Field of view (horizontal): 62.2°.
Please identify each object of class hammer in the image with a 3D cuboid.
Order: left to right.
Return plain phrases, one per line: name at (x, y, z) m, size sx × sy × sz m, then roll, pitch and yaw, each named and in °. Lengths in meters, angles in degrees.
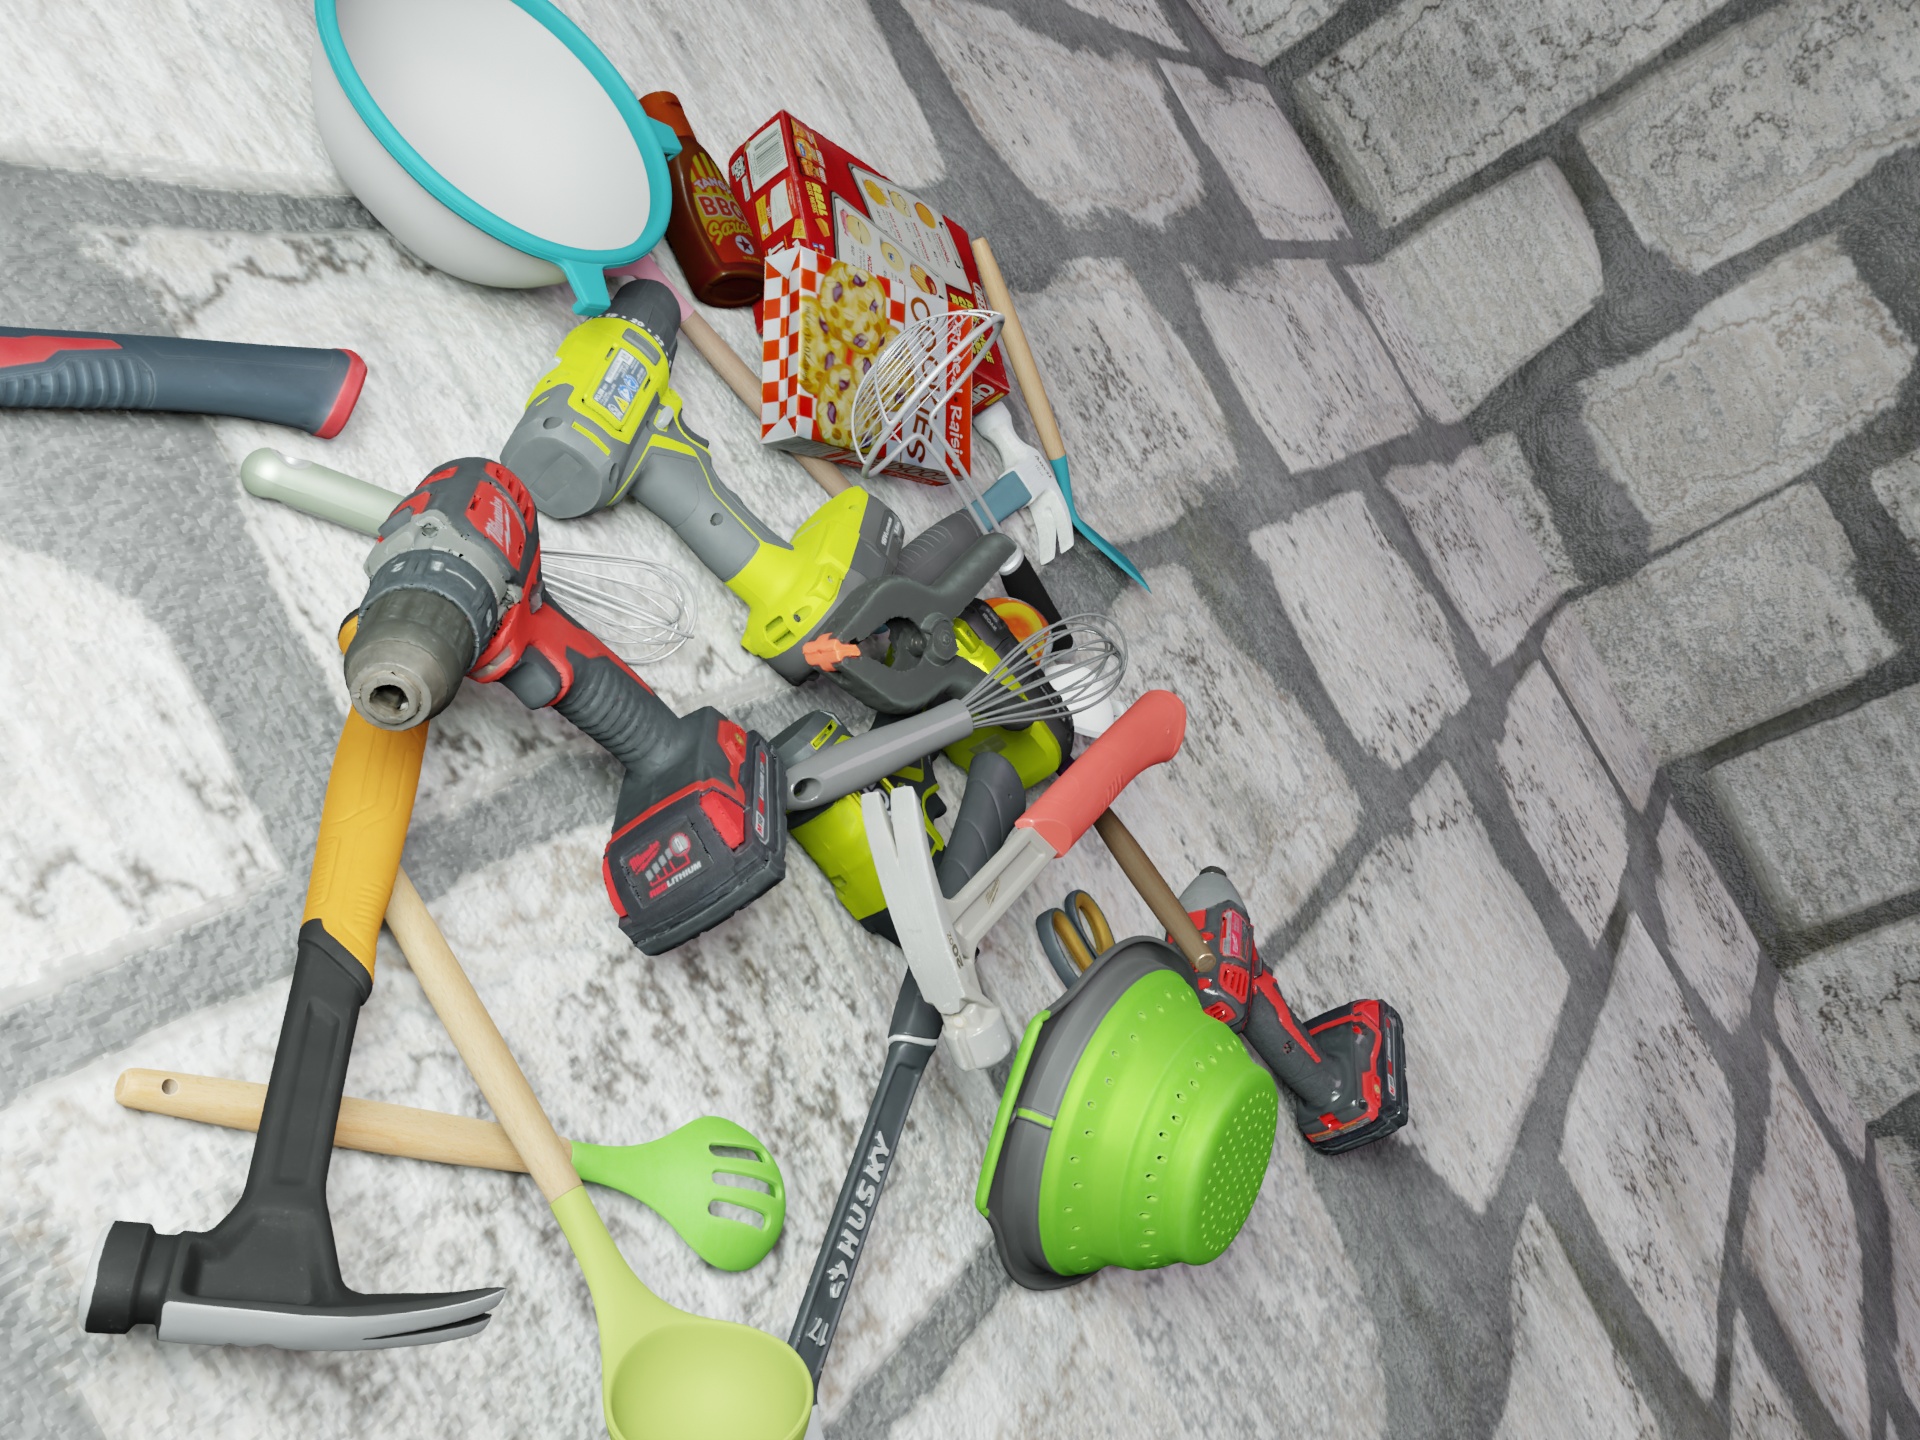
hammer at (-0.405, -0.151, 0.611) m, size 0.386 × 0.038 × 0.143 m, roll -15°, pitch 76°, yaw -57°
hammer at (-0.232, 0.076, 0.623) m, size 0.127 × 0.034 × 0.337 m, roll 12°, pitch 44°, yaw -21°
hammer at (-0.033, 0.174, 0.793) m, size 0.149 × 0.036 × 0.409 m, roll 49°, pitch 41°, yaw -30°
hammer at (0.000, -0.140, 1.168) m, size 0.128 × 0.033 × 0.331 m, roll 54°, pitch 33°, yaw -7°
hammer at (0.056, 0.045, 0.913) m, size 0.359 × 0.037 × 0.149 m, roll -39°, pitch 115°, yaw -57°

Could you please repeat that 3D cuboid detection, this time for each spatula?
spatula at (0.080, -0.243, 1.297) m, size 0.082 × 0.044 × 0.317 m, roll -103°, pitch 170°, yaw -67°
spatula at (0.097, 0.069, 1.019) m, size 0.059 × 0.018 × 0.316 m, roll 38°, pitch 10°, yaw -28°

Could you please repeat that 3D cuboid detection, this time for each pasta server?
pasta server at (-0.164, -0.236, 1.027) m, size 0.316 × 0.040 × 0.060 m, roll 47°, pitch 34°, yaw -27°

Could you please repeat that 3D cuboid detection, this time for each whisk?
whisk at (-0.233, -0.081, 0.790) m, size 0.246 × 0.059 × 0.058 m, roll 20°, pitch 12°, yaw -41°
whisk at (-0.001, -0.004, 0.883) m, size 0.239 × 0.055 × 0.055 m, roll -24°, pitch 84°, yaw -28°

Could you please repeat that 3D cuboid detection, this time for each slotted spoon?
slotted spoon at (-0.187, 0.179, 0.659) m, size 0.313 × 0.031 × 0.070 m, roll 25°, pitch 47°, yaw -40°

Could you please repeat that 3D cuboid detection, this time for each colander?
colander at (0.150, 0.245, 0.938) m, size 0.396 × 0.094 × 0.204 m, roll 23°, pitch 84°, yaw -58°

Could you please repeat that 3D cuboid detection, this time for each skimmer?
skimmer at (0.030, -0.131, 1.060) m, size 0.090 × 0.127 × 0.362 m, roll 34°, pitch -12°, yaw 38°

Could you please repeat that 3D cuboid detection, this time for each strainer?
strainer at (-0.316, -0.347, 0.843) m, size 0.340 × 0.095 × 0.211 m, roll 36°, pitch 40°, yaw -27°
strainer at (0.113, -0.009, 1.202) m, size 0.087 × 0.050 × 0.258 m, roll 33°, pitch 11°, yaw 28°

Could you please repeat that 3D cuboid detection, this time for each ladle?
ladle at (-0.164, 0.160, 0.629) m, size 0.078 × 0.062 × 0.320 m, roll -18°, pitch 67°, yaw -48°

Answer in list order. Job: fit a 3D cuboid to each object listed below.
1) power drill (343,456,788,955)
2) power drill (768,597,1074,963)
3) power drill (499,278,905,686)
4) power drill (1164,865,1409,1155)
power drill at (-0.174, 0.001, 0.704) m, size 0.226 × 0.080 × 0.188 m, roll 52°, pitch 14°, yaw -27°
power drill at (-0.017, 0.034, 0.967) m, size 0.171 × 0.080 × 0.223 m, roll 52°, pitch 37°, yaw -11°
power drill at (-0.143, -0.146, 0.934) m, size 0.228 × 0.080 × 0.191 m, roll 40°, pitch 38°, yaw -24°
power drill at (0.234, 0.210, 1.173) m, size 0.219 × 0.078 × 0.143 m, roll 41°, pitch 36°, yaw -22°
